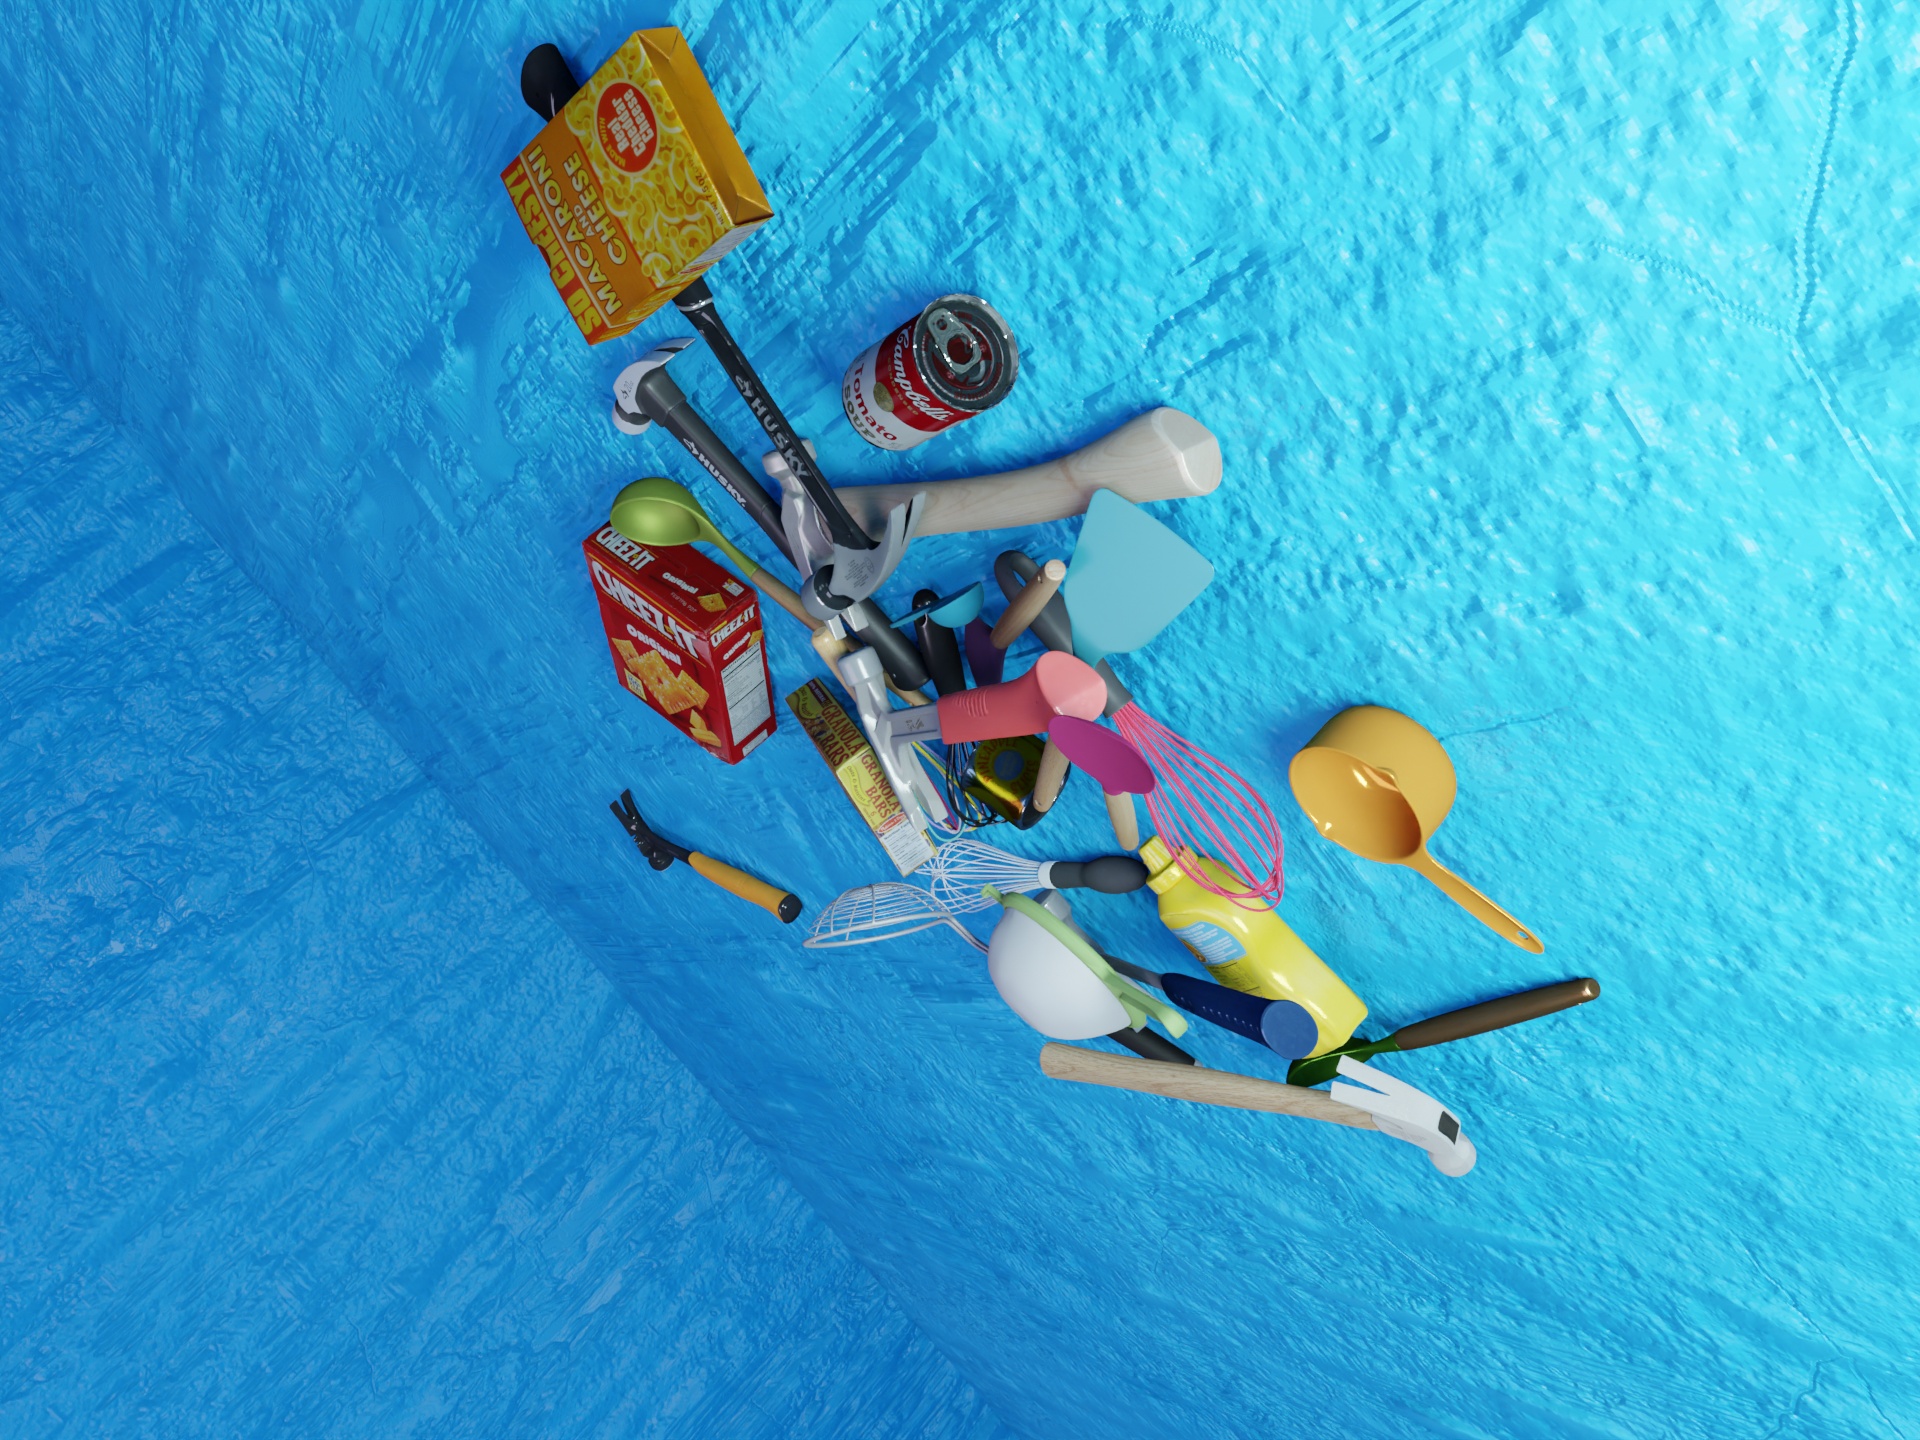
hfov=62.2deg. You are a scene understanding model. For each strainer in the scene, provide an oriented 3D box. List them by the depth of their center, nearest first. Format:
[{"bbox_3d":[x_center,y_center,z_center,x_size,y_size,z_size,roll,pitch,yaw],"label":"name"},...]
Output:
[{"bbox_3d":[0.091,0.217,1.223,0.151,0.069,0.256,49,169,-18],"label":"strainer"}]

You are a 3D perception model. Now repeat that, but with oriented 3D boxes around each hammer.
[{"bbox_3d":[0.009,-0.129,1.009,0.411,0.038,0.146,1,115,53],"label":"hammer"},{"bbox_3d":[-0.163,-0.260,1.044,0.409,0.036,0.149,57,146,-4],"label":"hammer"},{"bbox_3d":[0.008,0.006,1.075,0.149,0.036,0.359,65,159,-7],"label":"hammer"},{"bbox_3d":[0.201,0.273,1.179,0.331,0.031,0.129,1,148,37],"label":"hammer"},{"bbox_3d":[0.161,0.203,1.196,0.144,0.035,0.405,48,169,-9],"label":"hammer"},{"bbox_3d":[-0.139,-0.152,1.228,0.334,0.035,0.146,47,155,-4],"label":"hammer"},{"bbox_3d":[-0.314,0.179,1.981,0.337,0.034,0.127,18,144,44],"label":"hammer"}]

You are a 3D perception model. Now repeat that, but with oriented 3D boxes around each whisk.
[{"bbox_3d":[0.118,0.007,1.052,0.296,0.073,0.073,52,154,-1],"label":"whisk"},{"bbox_3d":[-0.002,-0.005,1.233,0.055,0.055,0.238,23,142,39],"label":"whisk"},{"bbox_3d":[-0.054,0.015,1.307,0.047,0.051,0.244,24,155,52],"label":"whisk"},{"bbox_3d":[0.058,0.129,1.330,0.285,0.070,0.070,-7,123,53],"label":"whisk"}]

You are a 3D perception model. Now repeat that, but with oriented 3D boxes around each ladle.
[{"bbox_3d":[-0.157,-0.097,1.314,0.320,0.062,0.078,38,158,10],"label":"ladle"}]

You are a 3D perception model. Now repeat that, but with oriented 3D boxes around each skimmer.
[{"bbox_3d":[0.040,0.244,1.378,0.363,0.090,0.127,31,159,-5],"label":"skimmer"}]

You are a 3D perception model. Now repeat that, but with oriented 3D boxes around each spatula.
[{"bbox_3d":[0.080,-0.020,0.996,0.082,0.044,0.317,38,154,13],"label":"spatula"},{"bbox_3d":[0.030,-0.062,1.044,0.316,0.018,0.060,134,117,-78],"label":"spatula"}]

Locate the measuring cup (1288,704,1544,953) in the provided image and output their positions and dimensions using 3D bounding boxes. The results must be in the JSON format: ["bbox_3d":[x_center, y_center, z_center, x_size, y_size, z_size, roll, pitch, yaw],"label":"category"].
[{"bbox_3d":[0.271,0.060,0.906,0.174,0.052,0.095,40,154,8],"label":"measuring cup"}]

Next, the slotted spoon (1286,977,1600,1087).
[{"bbox_3d":[0.316,0.210,1.072,0.313,0.070,0.031,137,125,-60],"label":"slotted spoon"}]

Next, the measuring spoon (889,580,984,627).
[{"bbox_3d":[-0.018,-0.071,1.117,0.021,0.042,0.128,58,156,-9],"label":"measuring spoon"}]

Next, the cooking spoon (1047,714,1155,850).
[{"bbox_3d":[0.098,0.046,1.005,0.069,0.017,0.318,26,170,15],"label":"cooking spoon"}]
